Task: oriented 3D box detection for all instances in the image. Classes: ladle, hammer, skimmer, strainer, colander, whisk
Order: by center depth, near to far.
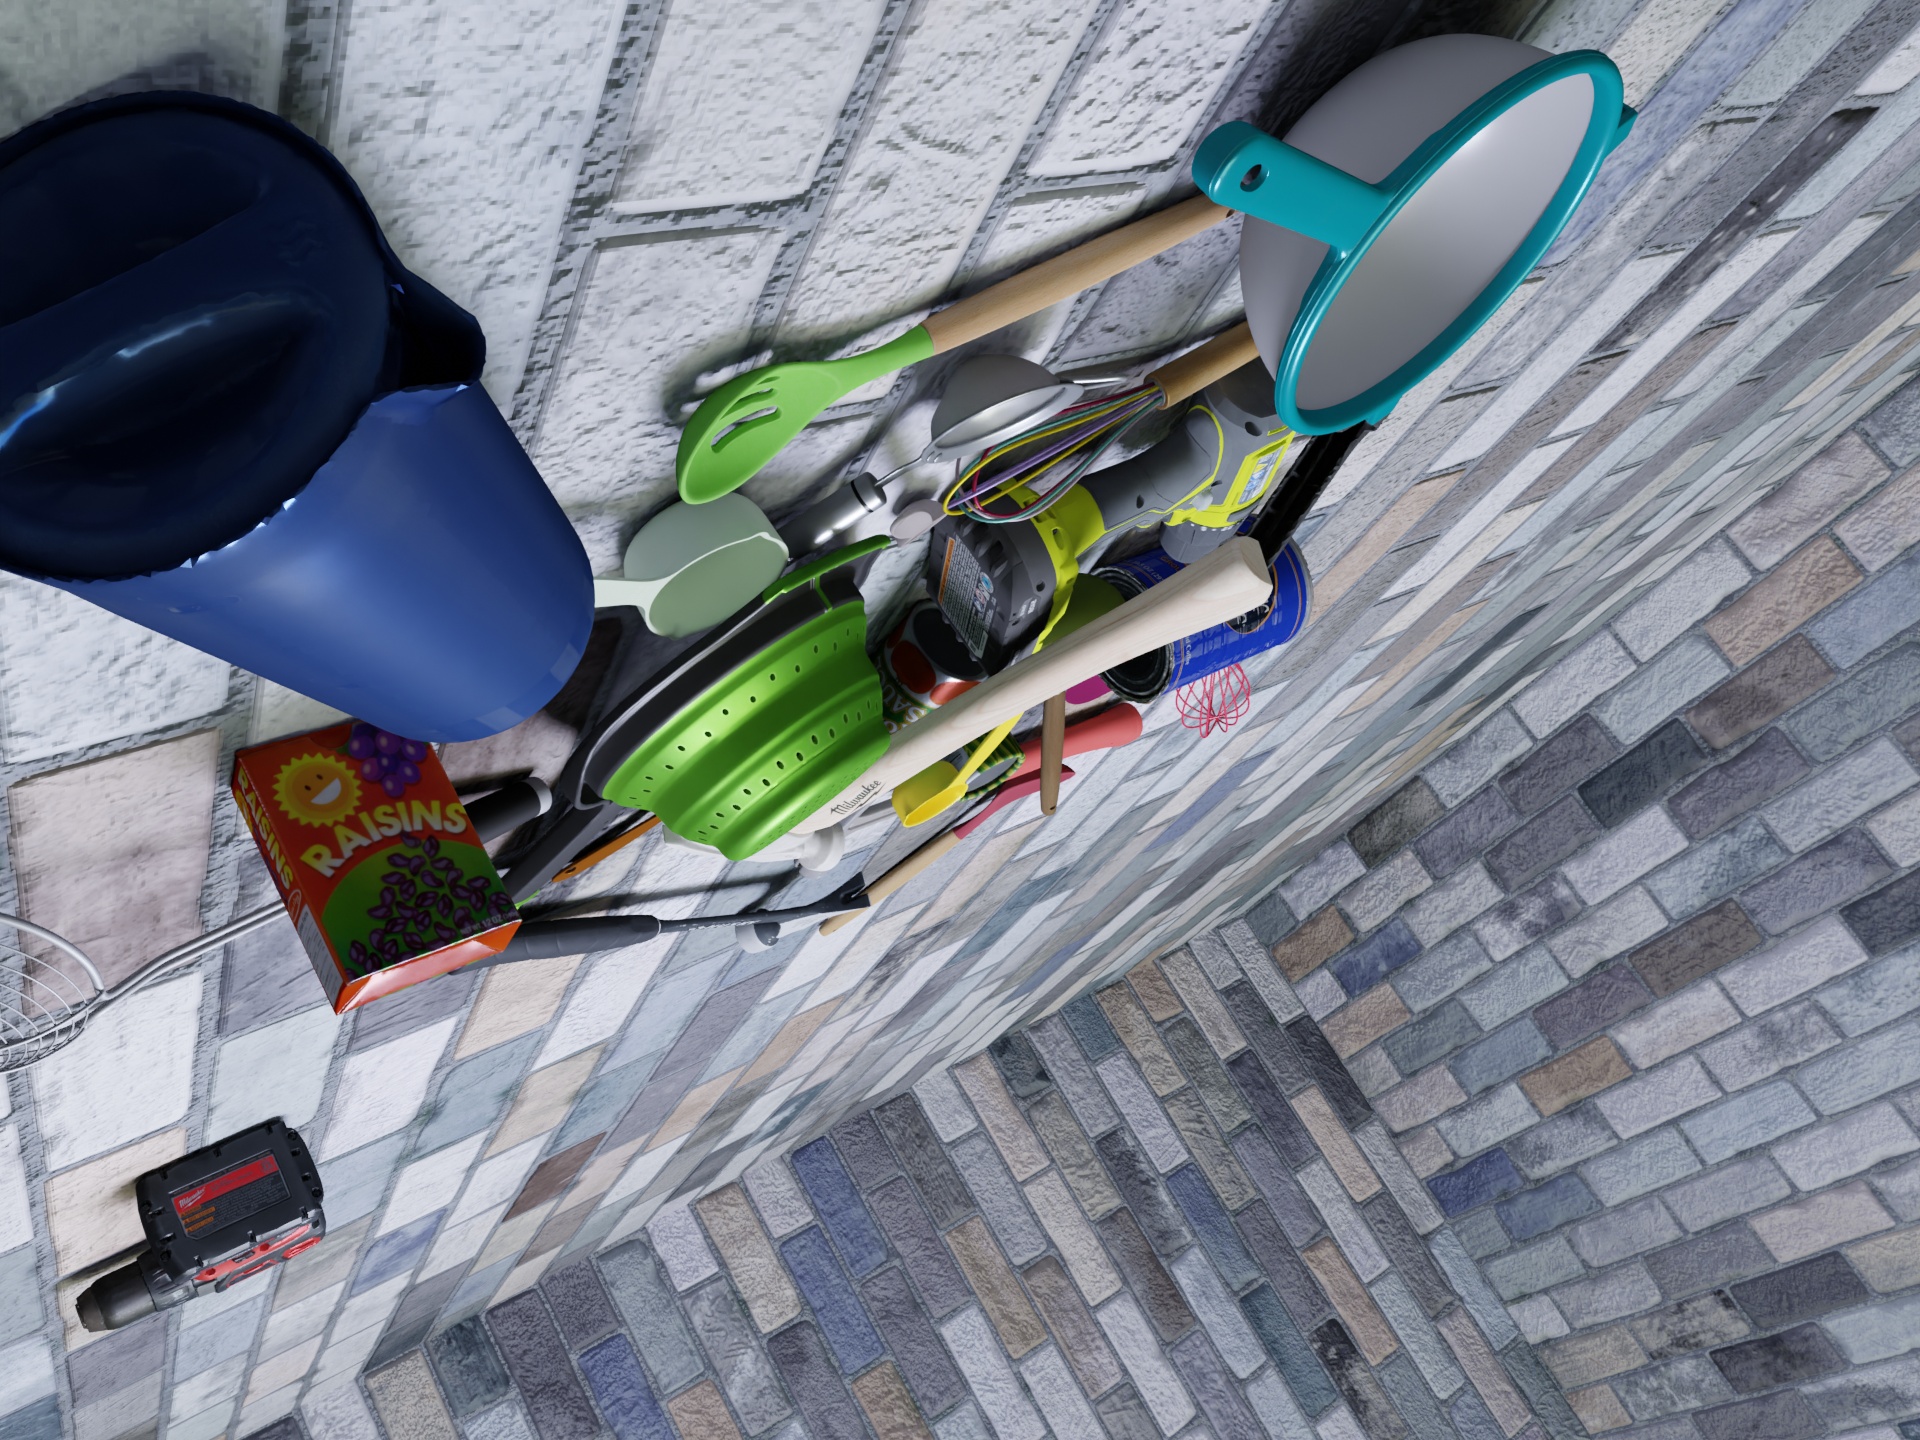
[{"bbox_3d":[0.167,-0.240,0.710,0.340,0.095,0.211,-9,143,-54],"label":"strainer"},{"bbox_3d":[-0.362,0.073,0.778,0.363,0.090,0.127,-28,166,-50],"label":"skimmer"},{"bbox_3d":[-0.040,-0.120,0.789,0.258,0.050,0.087,-31,176,15],"label":"strainer"},{"bbox_3d":[0.091,-0.171,0.868,0.245,0.051,0.047,-31,137,-20],"label":"whisk"},{"bbox_3d":[-0.156,0.051,0.907,0.397,0.094,0.204,-40,177,36],"label":"colander"},{"bbox_3d":[-0.001,-0.003,0.940,0.410,0.038,0.146,-29,153,33],"label":"hammer"},{"bbox_3d":[0.076,-0.002,1.177,0.078,0.062,0.319,-24,150,-14],"label":"ladle"},{"bbox_3d":[-0.225,0.157,1.208,0.149,0.036,0.408,-22,167,28],"label":"hammer"},{"bbox_3d":[0.027,0.039,1.363,0.359,0.037,0.149,-19,159,-37],"label":"hammer"},{"bbox_3d":[0.225,-0.059,1.412,0.073,0.073,0.295,-31,157,-5],"label":"whisk"},{"bbox_3d":[-0.021,0.124,1.534,0.315,0.031,0.069,-37,160,21],"label":"ladle"}]

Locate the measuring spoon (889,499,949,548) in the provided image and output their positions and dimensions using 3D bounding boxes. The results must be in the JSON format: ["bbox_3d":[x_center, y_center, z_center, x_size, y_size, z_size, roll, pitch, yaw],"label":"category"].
[{"bbox_3d":[-0.027,-0.107,0.829,0.034,0.018,0.124,-36,-179,6],"label":"measuring spoon"}]

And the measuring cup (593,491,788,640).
[{"bbox_3d":[-0.153,-0.073,0.725,0.167,0.038,0.083,-9,151,-49],"label":"measuring cup"}]

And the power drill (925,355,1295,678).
[{"bbox_3d":[0.096,-0.119,0.971,0.228,0.080,0.190,-30,162,-18],"label":"power drill"}]

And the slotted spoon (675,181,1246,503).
[{"bbox_3d":[0.005,-0.181,0.719,0.314,0.031,0.070,-29,163,-17],"label":"slotted spoon"}]

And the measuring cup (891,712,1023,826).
[{"bbox_3d":[-0.001,0.024,1.159,0.062,0.029,0.156,-17,156,-45],"label":"measuring cup"}]

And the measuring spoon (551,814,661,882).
[{"bbox_3d":[-0.227,0.076,1.063,0.117,0.011,0.021,-31,164,10],"label":"measuring spoon"}]

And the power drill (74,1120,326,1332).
[{"bbox_3d":[-0.586,0.401,1.229,0.188,0.080,0.226,-21,163,-32],"label":"power drill"}]

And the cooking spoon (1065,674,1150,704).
[{"bbox_3d":[0.135,-0.030,1.335,0.069,0.017,0.318,-35,169,10],"label":"cooking spoon"}]

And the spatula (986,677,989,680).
[{"bbox_3d":[0.057,-0.027,1.217,0.317,0.044,0.082,-19,162,-40],"label":"spatula"}]
